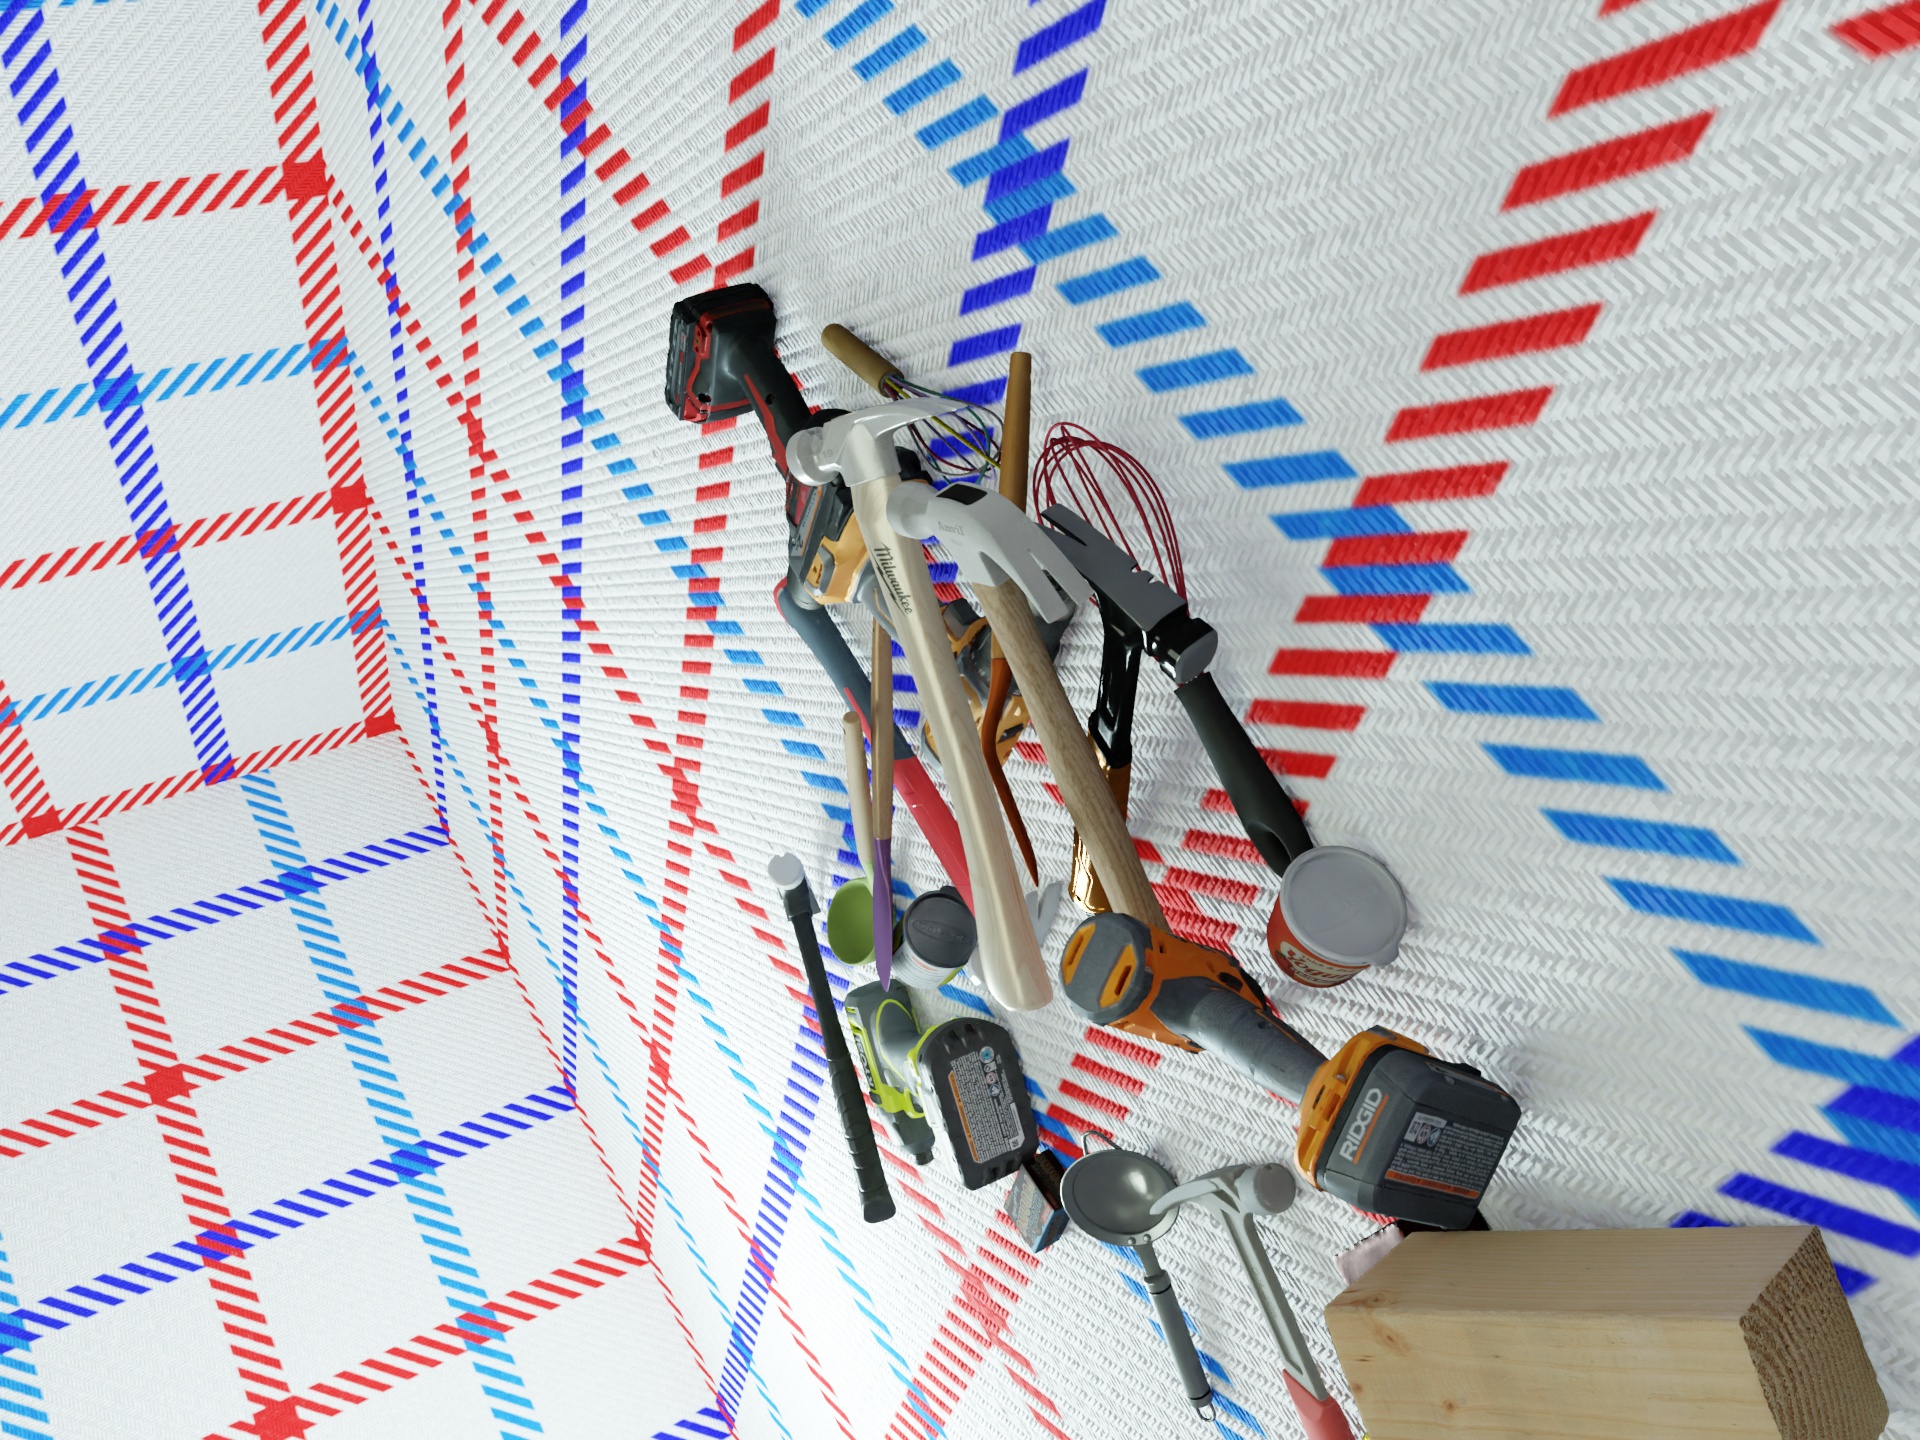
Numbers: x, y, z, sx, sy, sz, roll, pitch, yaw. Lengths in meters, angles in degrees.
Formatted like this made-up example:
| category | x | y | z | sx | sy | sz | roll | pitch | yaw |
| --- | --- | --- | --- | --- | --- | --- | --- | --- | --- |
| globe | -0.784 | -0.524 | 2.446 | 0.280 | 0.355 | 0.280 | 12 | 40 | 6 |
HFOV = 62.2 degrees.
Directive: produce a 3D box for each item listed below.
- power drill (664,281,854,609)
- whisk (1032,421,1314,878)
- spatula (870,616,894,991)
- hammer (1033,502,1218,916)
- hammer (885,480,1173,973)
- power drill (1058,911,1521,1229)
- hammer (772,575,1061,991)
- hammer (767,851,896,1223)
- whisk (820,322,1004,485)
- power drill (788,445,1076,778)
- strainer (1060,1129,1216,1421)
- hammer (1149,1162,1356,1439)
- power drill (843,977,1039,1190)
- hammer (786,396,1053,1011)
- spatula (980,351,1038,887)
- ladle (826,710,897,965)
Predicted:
| category | x | y | z | sx | sy | sz | roll | pitch | yaw |
| --- | --- | --- | --- | --- | --- | --- | --- | --- | --- |
| power drill | -0.148 | -0.214 | 1.262 | 0.227 | 0.080 | 0.187 | 53 | 148 | 25 |
| whisk | 0.122 | -0.039 | 0.901 | 0.296 | 0.073 | 0.073 | 61 | 152 | 5 |
| spatula | -0.060 | 0.068 | 1.243 | 0.060 | 0.018 | 0.315 | -130 | 38 | -65 |
| hammer | 0.082 | 0.019 | 0.950 | 0.127 | 0.034 | 0.336 | 44 | 156 | 27 |
| hammer | 0.062 | 0.016 | 0.900 | 0.130 | 0.031 | 0.331 | 20 | 141 | 55 |
| power drill | 0.178 | 0.182 | 0.860 | 0.227 | 0.164 | 0.084 | 26 | 91 | 48 |
| hammer | -0.046 | 0.023 | 1.263 | 0.387 | 0.038 | 0.143 | 58 | 149 | 24 |
| hammer | -0.117 | 0.294 | 1.468 | 0.146 | 0.035 | 0.335 | 89 | 165 | -72 |
| whisk | -0.036 | -0.220 | 1.090 | 0.245 | 0.047 | 0.051 | 47 | 133 | 45 |
| power drill | -0.016 | -0.090 | 1.095 | 0.226 | 0.084 | 0.185 | 54 | 141 | 22 |
| strainer | 0.140 | 0.403 | 1.164 | 0.087 | 0.050 | 0.258 | -17 | 100 | 19 |
| hammer | 0.234 | 0.463 | 1.018 | 0.359 | 0.036 | 0.149 | 67 | 153 | 14 |
| power drill | -0.022 | 0.320 | 1.375 | 0.223 | 0.080 | 0.171 | -7 | 101 | 66 |
| hammer | -0.002 | -0.003 | 1.036 | 0.146 | 0.038 | 0.410 | -6 | 104 | 48 |
| spatula | 0.037 | -0.062 | 0.972 | 0.081 | 0.041 | 0.322 | -57 | -30 | -86 |
| ladle | -0.090 | 0.101 | 1.317 | 0.319 | 0.062 | 0.078 | 88 | 158 | -51 |
